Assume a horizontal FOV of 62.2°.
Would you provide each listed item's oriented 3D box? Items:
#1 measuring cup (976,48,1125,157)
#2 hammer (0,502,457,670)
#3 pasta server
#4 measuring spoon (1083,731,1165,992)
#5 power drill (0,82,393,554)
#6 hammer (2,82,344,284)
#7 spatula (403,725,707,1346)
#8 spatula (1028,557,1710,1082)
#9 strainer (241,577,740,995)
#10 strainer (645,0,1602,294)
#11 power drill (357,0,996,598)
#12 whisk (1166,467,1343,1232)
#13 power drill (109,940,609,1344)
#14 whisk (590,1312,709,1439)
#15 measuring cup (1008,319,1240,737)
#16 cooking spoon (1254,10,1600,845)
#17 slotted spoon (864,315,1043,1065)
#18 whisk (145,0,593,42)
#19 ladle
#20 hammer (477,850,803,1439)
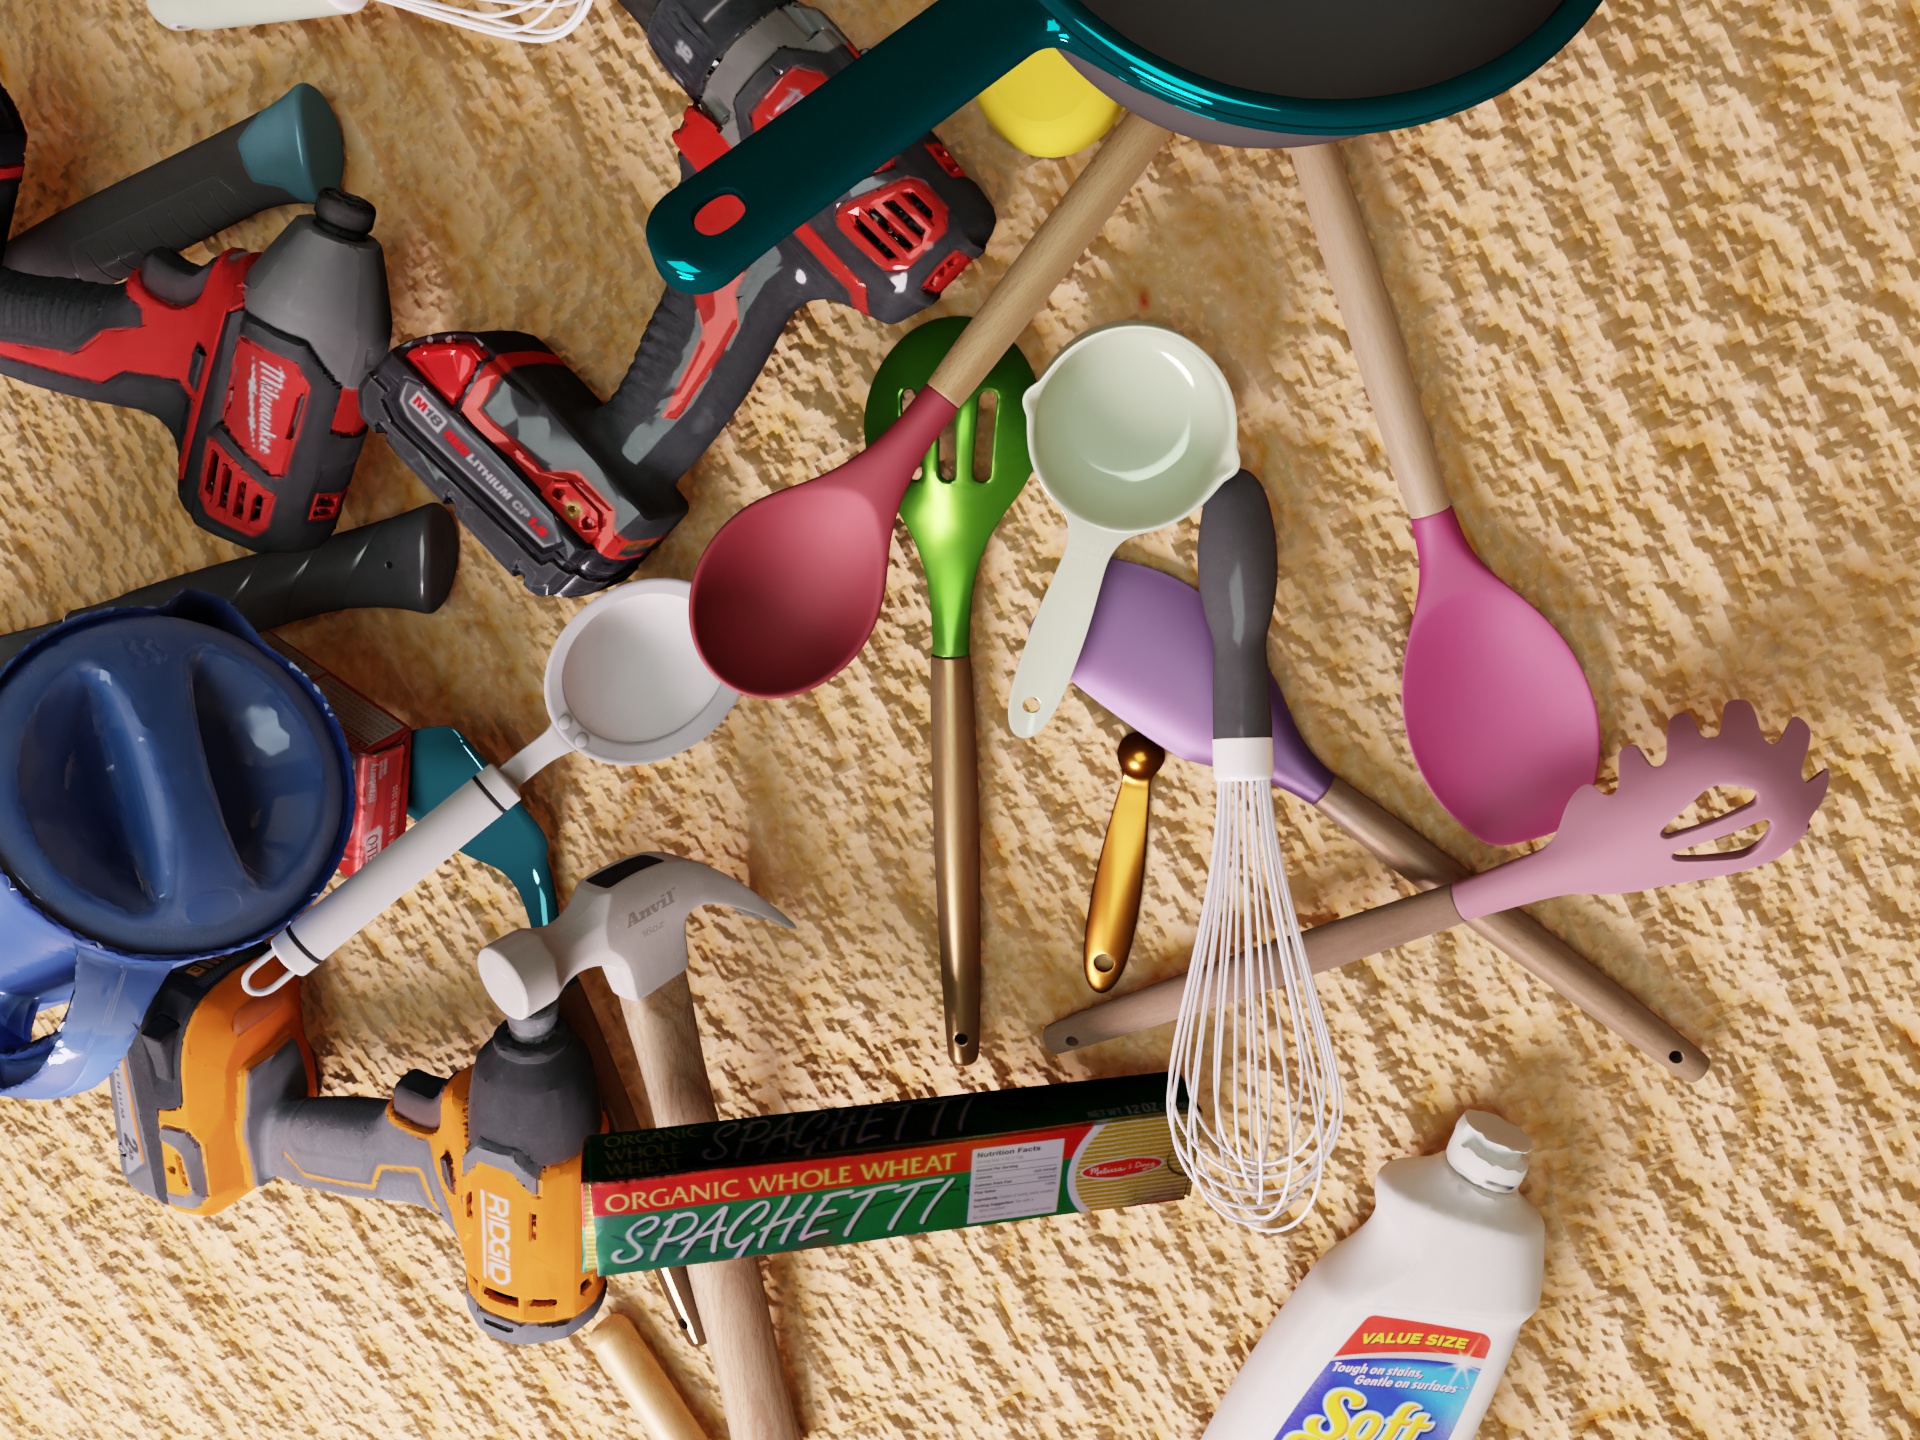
[{"bbox_3d":[0.046,-0.278,0.557,0.062,0.029,0.156,20,109,6],"label":"measuring cup"},{"bbox_3d":[-0.410,-0.039,0.720,0.409,0.036,0.149,-12,101,14],"label":"hammer"},{"bbox_3d":[0.167,0.075,0.614,0.316,0.040,0.060,-25,100,28],"label":"pasta server"},{"bbox_3d":[0.066,0.061,0.655,0.021,0.011,0.117,11,107,9],"label":"measuring spoon"},{"bbox_3d":[-0.329,-0.170,0.614,0.219,0.079,0.143,25,112,-3],"label":"power drill"},{"bbox_3d":[-0.402,-0.186,0.679,0.331,0.033,0.128,-18,102,16],"label":"hammer"},{"bbox_3d":[-0.178,0.147,0.712,0.082,0.044,0.317,-12,102,35],"label":"spatula"},{"bbox_3d":[0.165,0.041,0.625,0.316,0.018,0.059,38,105,1],"label":"spatula"},{"bbox_3d":[-0.181,0.020,0.639,0.258,0.050,0.086,-41,133,-12],"label":"strainer"},{"bbox_3d":[0.048,-0.223,0.496,0.340,0.095,0.211,-38,85,-8],"label":"strainer"},{"bbox_3d":[-0.123,-0.178,0.599,0.226,0.080,0.188,-42,93,16],"label":"power drill"},{"bbox_3d":[0.106,0.047,0.596,0.070,0.070,0.284,-2,87,13],"label":"whisk"},{"bbox_3d":[-0.258,0.167,0.699,0.226,0.084,0.164,14,115,15],"label":"power drill"},{"bbox_3d":[-0.105,0.392,0.767,0.051,0.047,0.245,-31,93,19],"label":"whisk"},{"bbox_3d":[0.049,-0.072,0.609,0.083,0.038,0.167,17,114,-4],"label":"measuring cup"},{"bbox_3d":[0.166,-0.101,0.586,0.069,0.017,0.318,-19,101,15],"label":"cooking spoon"},{"bbox_3d":[-0.001,-0.002,0.646,0.070,0.031,0.313,1,107,7],"label":"slotted spoon"},{"bbox_3d":[-0.219,-0.271,0.576,0.246,0.058,0.059,10,118,31],"label":"whisk"},{"bbox_3d":[0.009,-0.139,0.578,0.069,0.031,0.315,36,97,-17],"label":"ladle"},{"bbox_3d":[-0.109,0.207,0.693,0.031,0.130,0.331,13,122,39],"label":"hammer"}]
